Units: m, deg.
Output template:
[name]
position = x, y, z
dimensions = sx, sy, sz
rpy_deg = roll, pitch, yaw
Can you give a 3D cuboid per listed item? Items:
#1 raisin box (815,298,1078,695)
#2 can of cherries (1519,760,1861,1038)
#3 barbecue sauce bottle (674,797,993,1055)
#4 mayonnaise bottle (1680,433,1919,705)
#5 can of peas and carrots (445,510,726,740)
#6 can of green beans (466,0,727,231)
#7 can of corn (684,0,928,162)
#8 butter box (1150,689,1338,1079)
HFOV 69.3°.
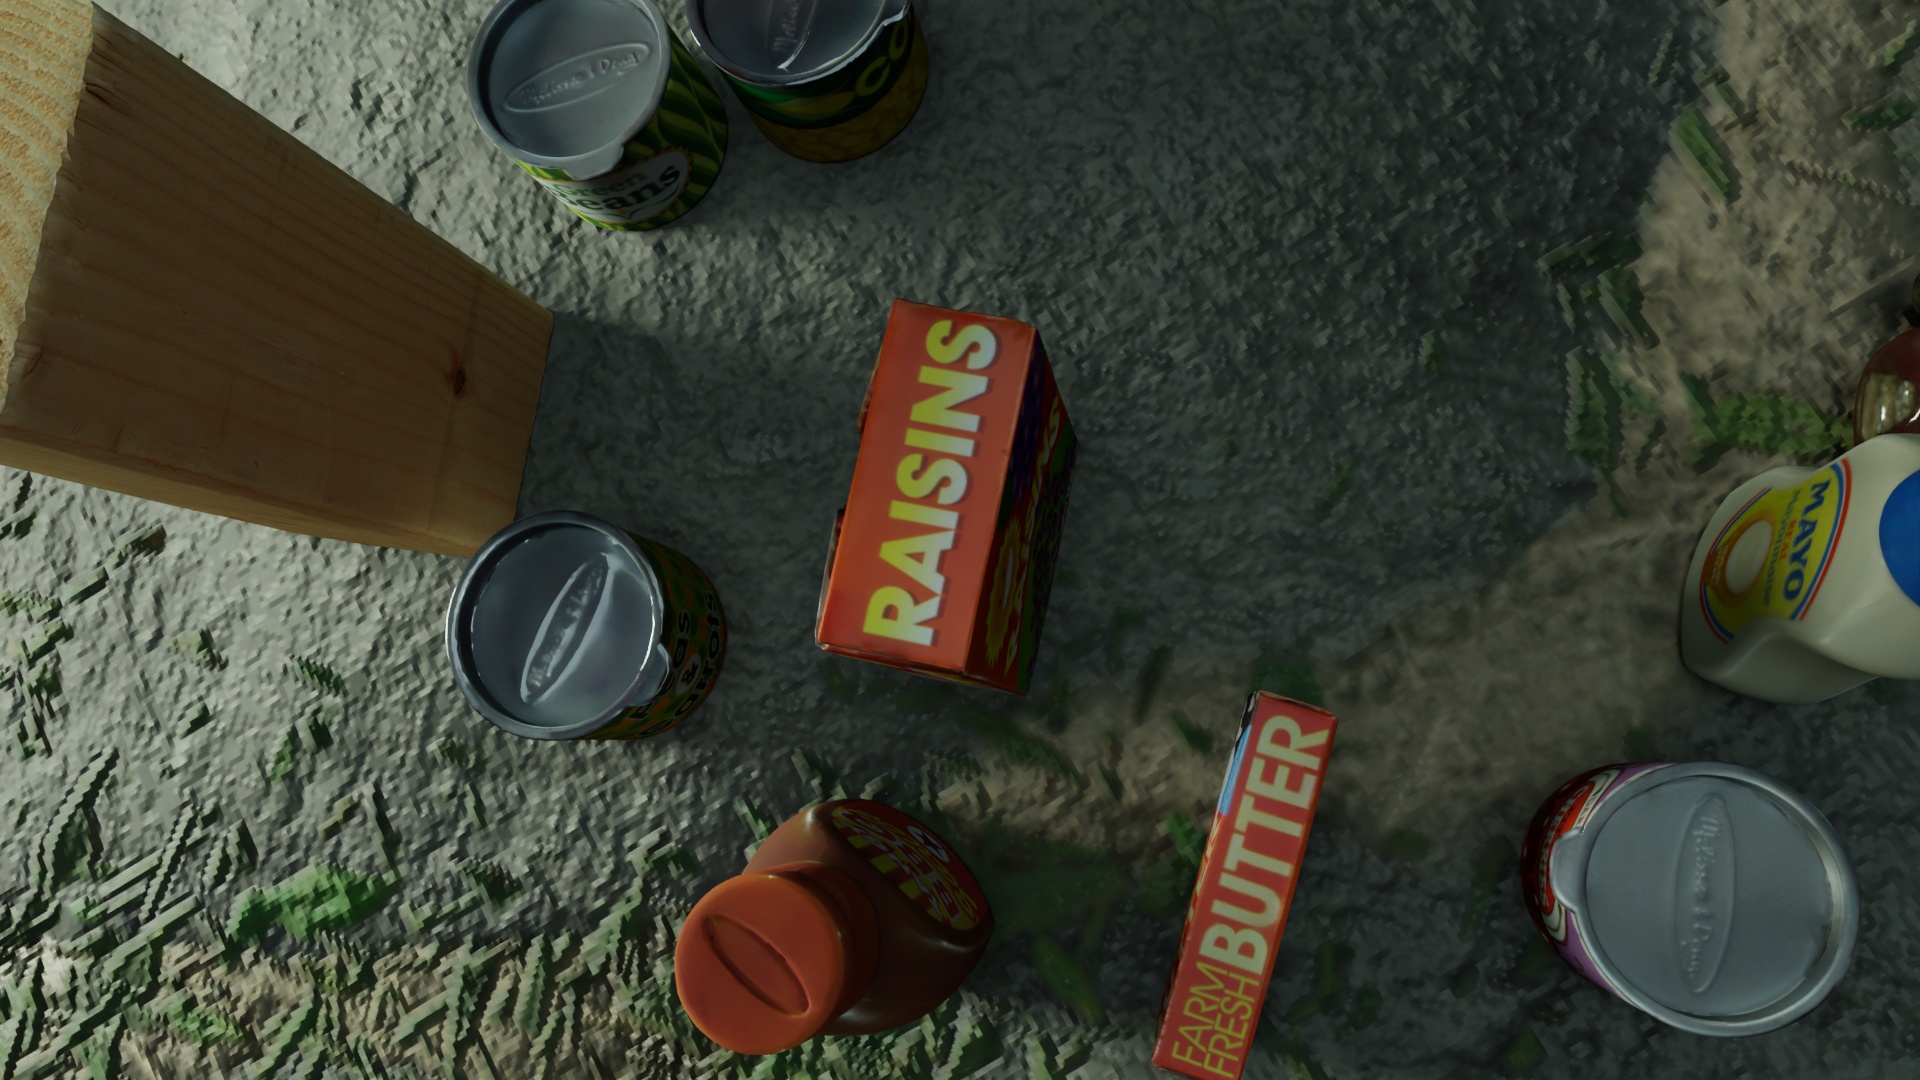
[raisin box]
position = 0.001, -0.005, 0.378
dimensions = 0.040, 0.123, 0.086
rpy_deg = 11, 83, 10
[can of cherries]
position = 0.186, 0.090, 0.367
dimensions = 0.071, 0.058, 0.071
rpy_deg = -1, 81, 9
[barbecue sauce bottle]
position = -0.030, 0.097, 0.353
dimensions = 0.065, 0.148, 0.043
rpy_deg = 40, 89, 12
[mayonnaise bottle]
position = 0.219, 0.005, 0.330
dimensions = 0.041, 0.148, 0.065
rpy_deg = 17, 85, 11
[can of peas and carrots]
position = -0.109, 0.029, 0.422
dimensions = 0.071, 0.058, 0.071
rpy_deg = -1, 81, 9
[can of green beans]
position = -0.116, -0.141, 0.451
dimensions = 0.071, 0.058, 0.071
rpy_deg = -1, 81, 9
[can of corn]
position = -0.044, -0.162, 0.443
dimensions = 0.071, 0.058, 0.071
rpy_deg = -1, 81, 9
[butter box]
position = 0.078, 0.094, 0.386
dimensions = 0.024, 0.053, 0.103
rpy_deg = 16, 84, 11
